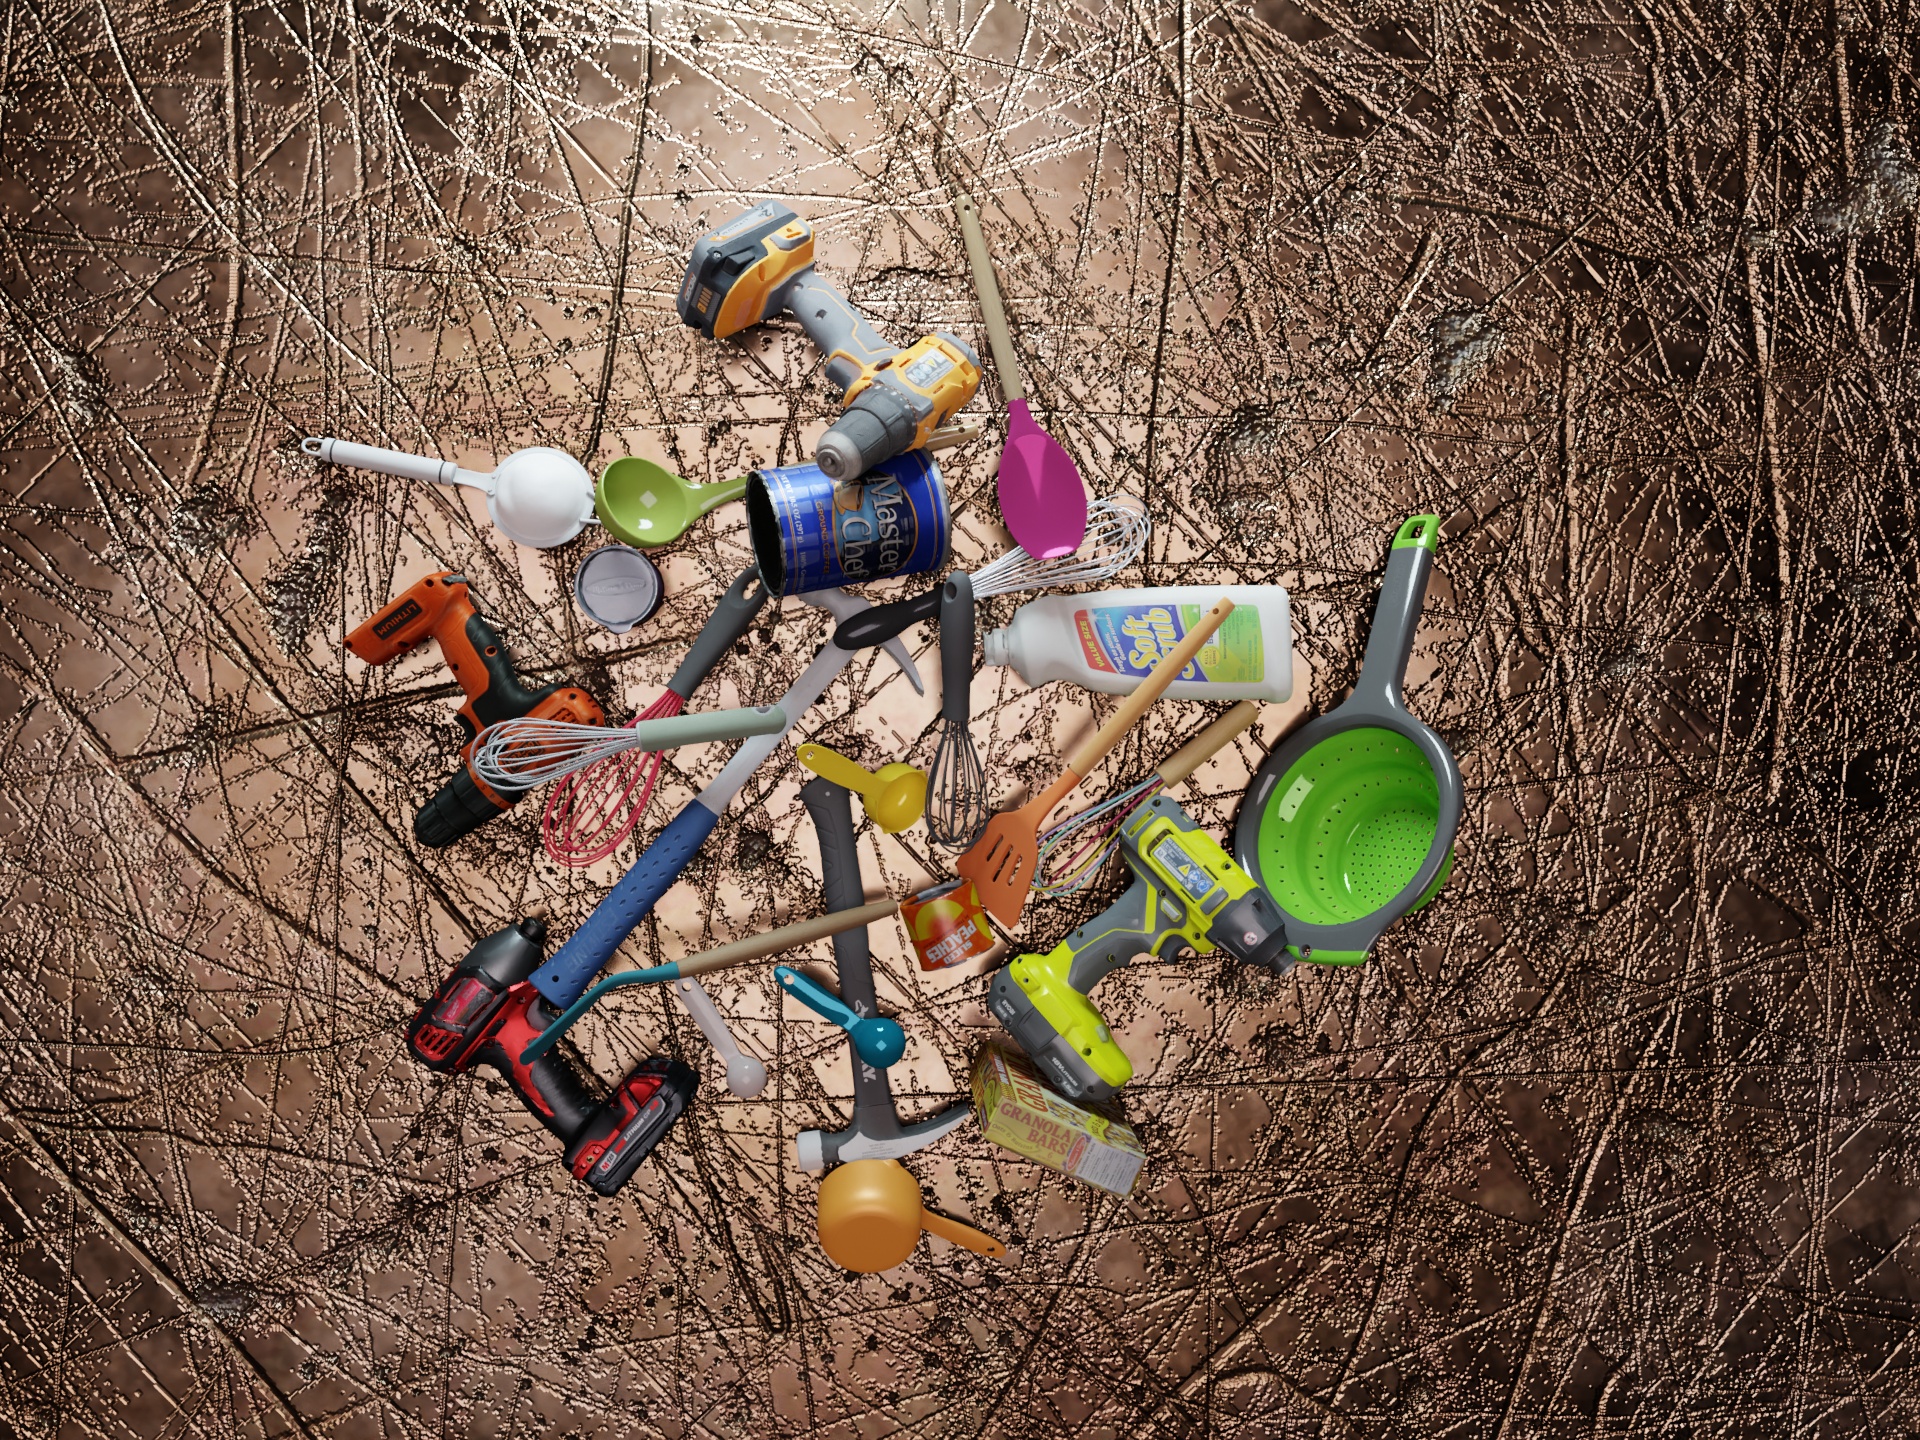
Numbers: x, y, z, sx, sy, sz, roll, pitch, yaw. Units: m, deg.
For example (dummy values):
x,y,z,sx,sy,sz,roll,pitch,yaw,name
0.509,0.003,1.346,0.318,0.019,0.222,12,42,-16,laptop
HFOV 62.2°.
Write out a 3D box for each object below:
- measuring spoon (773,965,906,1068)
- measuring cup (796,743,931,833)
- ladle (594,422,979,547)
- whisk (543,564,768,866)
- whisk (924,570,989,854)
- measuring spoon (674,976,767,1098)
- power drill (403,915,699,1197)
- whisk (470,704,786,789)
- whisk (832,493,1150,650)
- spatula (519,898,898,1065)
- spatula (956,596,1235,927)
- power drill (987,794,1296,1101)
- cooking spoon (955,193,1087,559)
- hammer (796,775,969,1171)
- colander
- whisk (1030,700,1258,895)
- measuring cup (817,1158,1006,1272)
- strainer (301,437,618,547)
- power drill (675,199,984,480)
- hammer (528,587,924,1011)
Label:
x,y,z,sx,sy,sz,roll,pitch,yaw,name
-0.100,0.242,1.302,0.128,0.021,0.042,36,90,-4,measuring spoon
-0.084,0.045,1.283,0.156,0.029,0.062,30,92,-46,measuring cup
-0.139,-0.206,1.302,0.320,0.062,0.078,-14,77,-6,ladle
-0.244,-0.007,1.303,0.073,0.073,0.296,35,84,-4,whisk
-0.002,-0.004,1.282,0.055,0.055,0.239,-1,109,-4,whisk
-0.204,0.264,1.333,0.034,0.018,0.124,-33,93,-2,measuring spoon
-0.328,0.270,1.299,0.219,0.078,0.143,39,89,-1,power drill
-0.259,0.015,1.250,0.246,0.058,0.059,-8,115,-7,whisk
0.028,-0.114,1.297,0.284,0.070,0.070,-23,94,-11,whisk
-0.196,0.201,1.262,0.317,0.082,0.044,-15,75,-16,spatula
0.113,0.027,1.295,0.322,0.041,0.081,-49,57,7,spatula
0.146,0.195,1.284,0.223,0.080,0.171,-47,71,12,power drill
0.040,-0.283,1.296,0.069,0.017,0.319,-14,80,0,cooking spoon
-0.083,0.204,1.331,0.146,0.035,0.335,-8,92,-3,hammer
0.359,0.022,1.322,0.094,0.204,0.397,29,72,-38,colander
0.155,0.066,1.338,0.245,0.047,0.051,-38,93,-5,whisk
-0.038,0.430,1.323,0.173,0.052,0.095,25,113,-12,measuring cup
-0.409,-0.198,1.293,0.258,0.050,0.087,11,76,-1,strainer
-0.113,-0.289,1.239,0.226,0.084,0.185,39,48,3,power drill
-0.193,0.066,1.282,0.144,0.035,0.405,39,81,4,hammer
